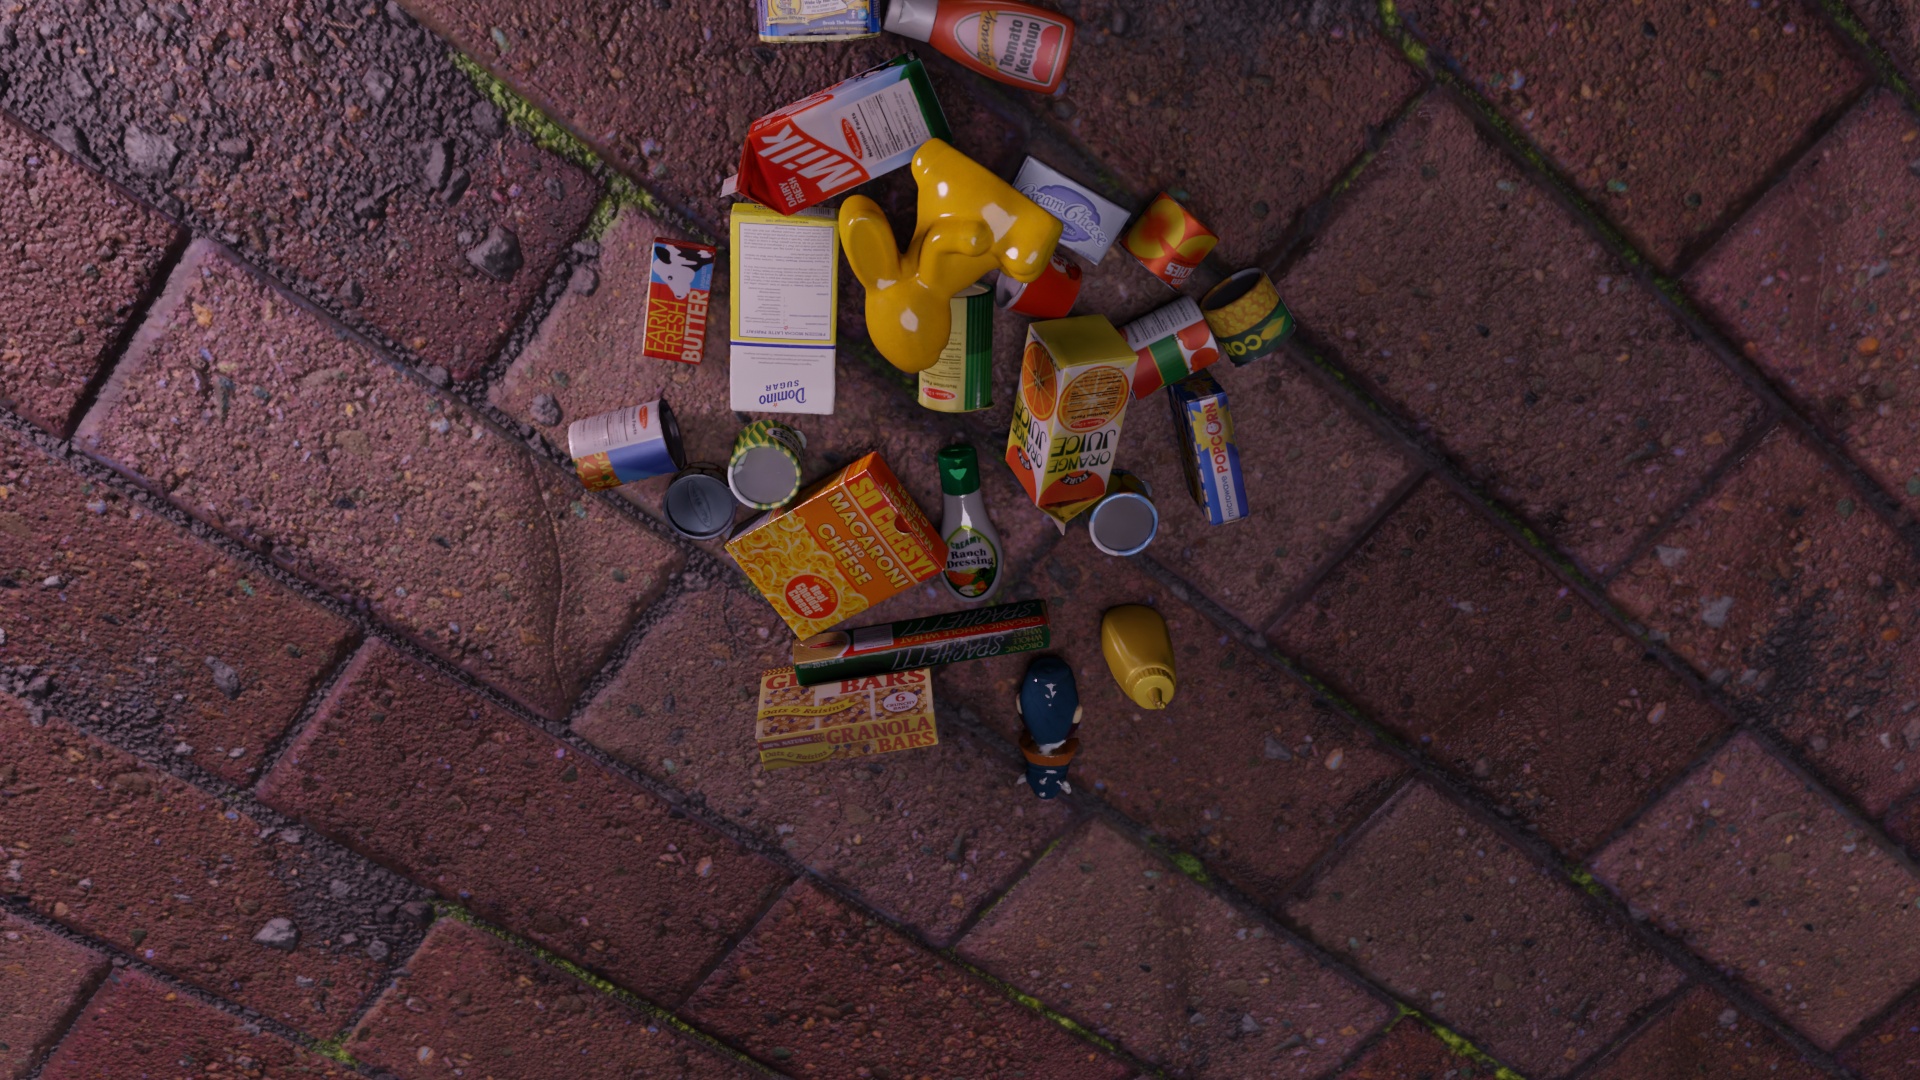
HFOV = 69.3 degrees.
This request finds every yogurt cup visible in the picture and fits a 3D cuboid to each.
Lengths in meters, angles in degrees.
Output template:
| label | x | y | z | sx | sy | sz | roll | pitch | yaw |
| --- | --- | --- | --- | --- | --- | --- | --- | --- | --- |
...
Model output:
| label | x | y | z | sx | sy | sz | roll | pitch | yaw |
| --- | --- | --- | --- | --- | --- | --- | --- | --- | --- |
| yogurt cup | 0.069 | -0.222 | 1.199 | 0.054 | 0.073 | 0.072 | 19 | 112 | -22 |

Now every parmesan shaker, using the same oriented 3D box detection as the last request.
| label | x | y | z | sx | sy | sz | roll | pitch | yaw |
| --- | --- | --- | --- | --- | --- | --- | --- | --- | --- |
| parmesan shaker | -0.001 | -0.171 | 1.214 | 0.071 | 0.071 | 0.102 | -1 | 114 | -5 |

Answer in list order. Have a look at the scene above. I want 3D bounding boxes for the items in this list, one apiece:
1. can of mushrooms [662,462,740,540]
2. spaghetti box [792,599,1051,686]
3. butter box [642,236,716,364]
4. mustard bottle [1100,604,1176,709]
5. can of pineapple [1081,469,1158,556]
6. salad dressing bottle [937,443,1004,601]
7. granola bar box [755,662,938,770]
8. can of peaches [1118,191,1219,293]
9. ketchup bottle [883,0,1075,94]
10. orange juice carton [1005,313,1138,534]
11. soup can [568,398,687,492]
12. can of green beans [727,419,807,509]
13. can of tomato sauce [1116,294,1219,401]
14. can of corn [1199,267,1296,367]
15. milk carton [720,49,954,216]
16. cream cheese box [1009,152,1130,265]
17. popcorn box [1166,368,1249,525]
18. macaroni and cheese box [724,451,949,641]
| label | x | y | z | sx | sy | sz | roll | pitch | yaw |
| --- | --- | --- | --- | --- | --- | --- | --- | --- | --- |
| can of mushrooms | -0.236 | -0.037 | 1.275 | 0.071 | 0.033 | 0.070 | -2 | 114 | -4 |
| spaghetti box | -0.037 | 0.099 | 1.346 | 0.250 | 0.050 | 0.028 | -9 | 117 | -1 |
| butter box | -0.243 | -0.207 | 1.200 | 0.053 | 0.024 | 0.103 | 8 | 114 | -8 |
| mustard bottle | 0.172 | 0.117 | 1.312 | 0.065 | 0.161 | 0.048 | -1 | 117 | -3 |
| can of pineapple | 0.149 | -0.027 | 1.299 | 0.071 | 0.058 | 0.070 | -2 | 115 | -4 |
| salad dressing bottle | 0.005 | -0.016 | 1.299 | 0.064 | 0.044 | 0.147 | -6 | 115 | 4 |
| granola bar box | -0.107 | 0.159 | 1.326 | 0.166 | 0.125 | 0.039 | -9 | 116 | -1 |
| can of peaches | 0.180 | -0.255 | 1.190 | 0.071 | 0.071 | 0.058 | 35 | 107 | -19 |
| ketchup bottle | 0.014 | -0.409 | 1.118 | 0.149 | 0.044 | 0.064 | 13 | 112 | -10 |
| orange juice carton | 0.093 | -0.098 | 1.230 | 0.073 | 0.072 | 0.191 | -10 | 134 | -21 |
| soup can | -0.294 | -0.082 | 1.232 | 0.084 | 0.071 | 0.071 | -14 | 115 | 3 |
| can of green beans | -0.175 | -0.068 | 1.252 | 0.071 | 0.058 | 0.071 | -2 | 115 | -4 |
| can of tomato sauce | 0.179 | -0.170 | 1.232 | 0.083 | 0.071 | 0.071 | -26 | 115 | 7 |
| can of corn | 0.251 | -0.197 | 1.223 | 0.071 | 0.071 | 0.058 | -33 | 112 | 11 |
| milk carton | -0.108 | -0.324 | 1.131 | 0.190 | 0.072 | 0.073 | -23 | 115 | 5 |
| cream cheese box | 0.088 | -0.284 | 1.193 | 0.104 | 0.024 | 0.053 | 25 | 110 | -16 |
| popcorn box | 0.224 | -0.087 | 1.263 | 0.038 | 0.085 | 0.126 | -16 | 115 | 1 |
| macaroni and cheese box | -0.113 | 0.008 | 1.282 | 0.166 | 0.040 | 0.123 | -27 | 114 | 22 |
